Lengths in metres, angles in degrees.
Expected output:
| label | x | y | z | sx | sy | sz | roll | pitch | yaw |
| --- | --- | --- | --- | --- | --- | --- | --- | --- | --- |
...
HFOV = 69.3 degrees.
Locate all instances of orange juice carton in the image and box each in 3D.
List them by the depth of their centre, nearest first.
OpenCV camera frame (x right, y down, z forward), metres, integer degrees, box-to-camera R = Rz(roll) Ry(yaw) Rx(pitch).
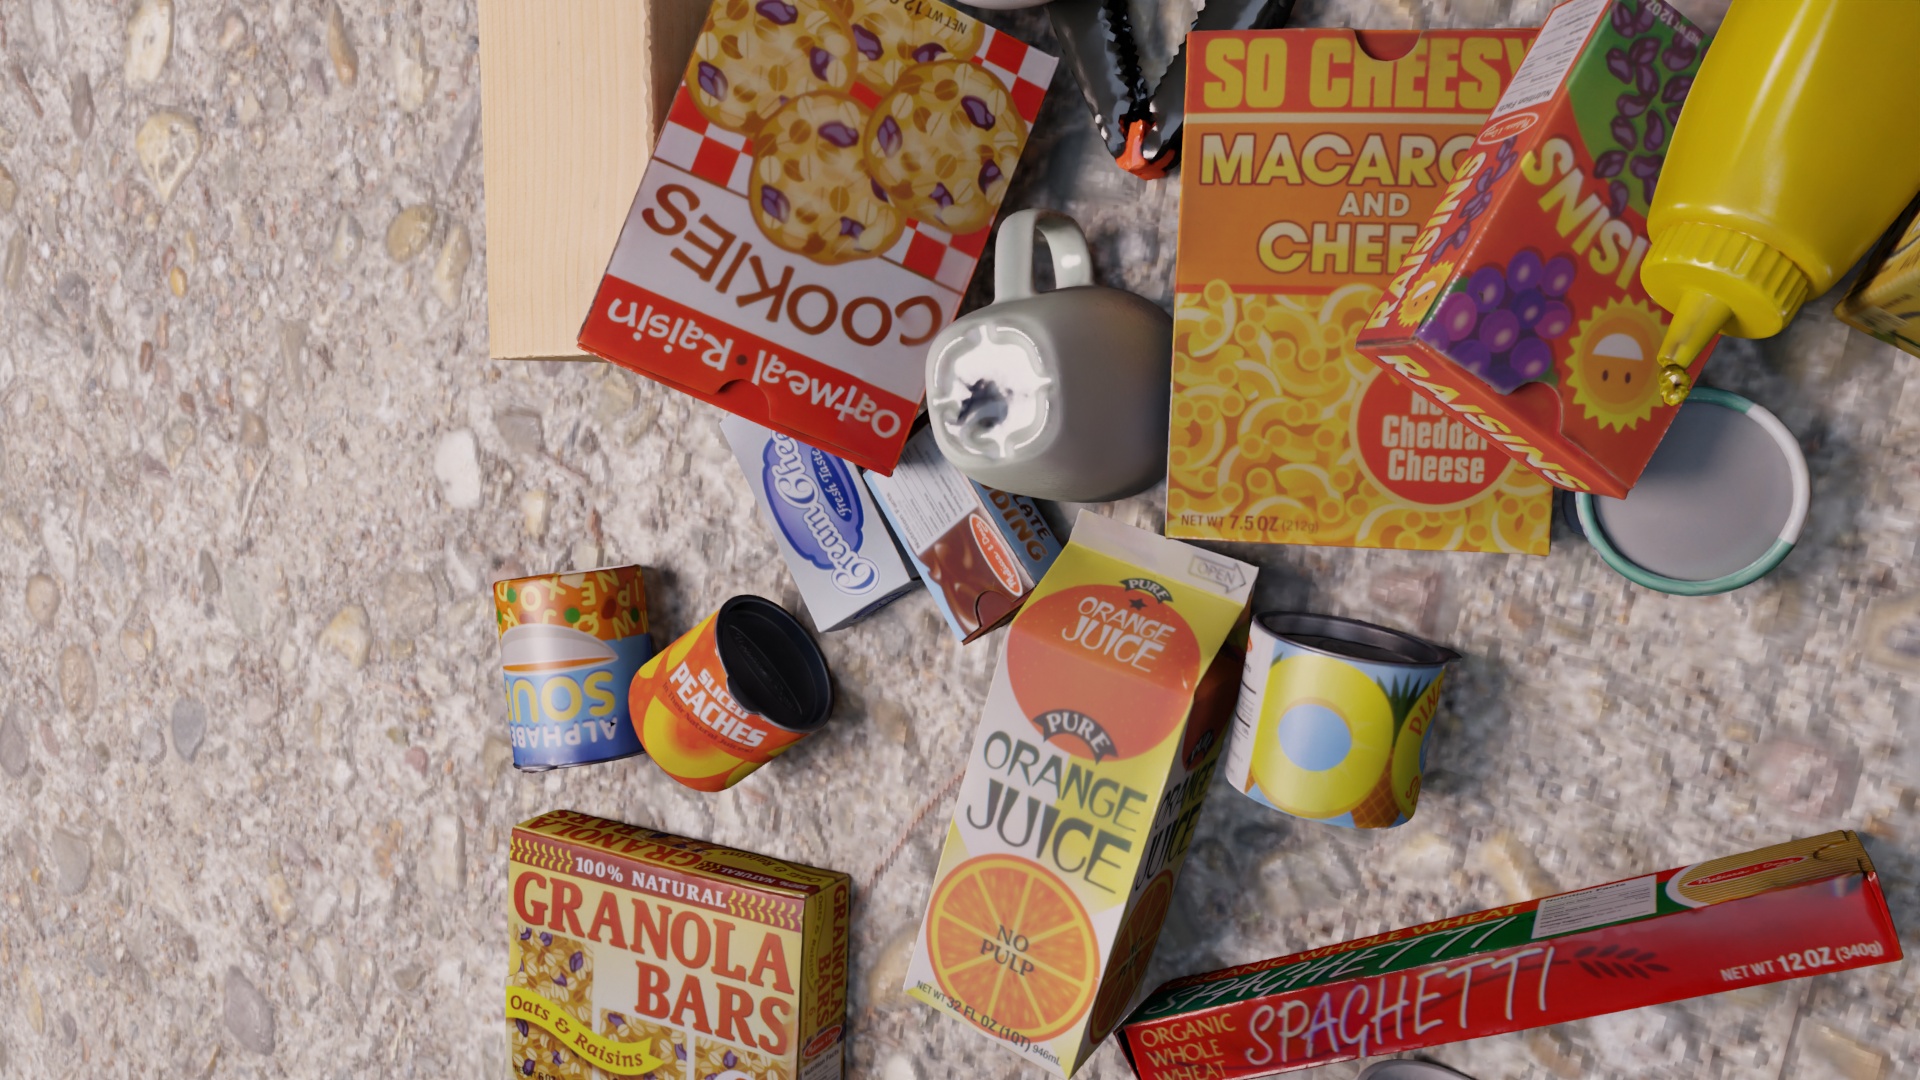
| label | x | y | z | sx | sy | sz | roll | pitch | yaw |
| --- | --- | --- | --- | --- | --- | --- | --- | --- | --- |
| orange juice carton | 0.048 | 0.089 | 0.515 | 0.072 | 0.073 | 0.192 | 21 | 103 | 24 |

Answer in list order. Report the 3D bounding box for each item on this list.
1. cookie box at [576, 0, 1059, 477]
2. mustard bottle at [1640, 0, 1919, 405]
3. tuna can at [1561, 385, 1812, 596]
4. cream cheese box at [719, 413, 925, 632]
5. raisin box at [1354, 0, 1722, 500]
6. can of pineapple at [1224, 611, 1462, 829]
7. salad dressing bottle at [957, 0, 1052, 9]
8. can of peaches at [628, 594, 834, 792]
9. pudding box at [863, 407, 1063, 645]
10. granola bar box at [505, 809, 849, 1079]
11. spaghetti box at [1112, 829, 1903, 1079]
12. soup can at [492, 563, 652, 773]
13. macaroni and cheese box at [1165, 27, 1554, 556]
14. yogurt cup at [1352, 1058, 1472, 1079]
| label | x | y | z | sx | sy | sz | roll | pitch | yaw |
| --- | --- | --- | --- | --- | --- | --- | --- | --- | --- |
| cookie box | -0.053 | -0.124 | 0.513 | 0.123 | 0.040 | 0.167 | 22 | 90 | -13 |
| mustard bottle | 0.223 | -0.106 | 0.371 | 0.065 | 0.049 | 0.160 | 32 | 87 | -10 |
| tuna can | 0.228 | -0.016 | 0.440 | 0.071 | 0.033 | 0.071 | 2 | 95 | 26 |
| cream cheese box | -0.057 | -0.018 | 0.586 | 0.053 | 0.024 | 0.104 | -32 | 80 | 26 |
| raisin box | 0.187 | -0.087 | 0.411 | 0.086 | 0.040 | 0.123 | 32 | 89 | -14 |
| can of pineapple | 0.130 | 0.060 | 0.477 | 0.071 | 0.071 | 0.057 | 13 | 101 | 25 |
| salad dressing bottle | -0.011 | -0.243 | 0.515 | 0.148 | 0.044 | 0.064 | 43 | 135 | 38 |
| can of peaches | -0.098 | 0.066 | 0.587 | 0.058 | 0.071 | 0.071 | -35 | 79 | 26 |
| pudding box | 0.002 | -0.007 | 0.549 | 0.049 | 0.030 | 0.084 | -40 | 76 | 39 |
| granola bar box | -0.133 | 0.200 | 0.632 | 0.165 | 0.039 | 0.124 | 6 | 96 | 26 |
| spaghetti box | 0.173 | 0.147 | 0.471 | 0.249 | 0.050 | 0.028 | -22 | 83 | 26 |
| soup can | -0.173 | 0.056 | 0.623 | 0.071 | 0.071 | 0.083 | -6 | 91 | 27 |
| macaroni and cheese box | 0.133 | -0.081 | 0.459 | 0.124 | 0.040 | 0.166 | 2 | 96 | 8 |
| yogurt cup | 0.159 | 0.222 | 0.477 | 0.072 | 0.072 | 0.053 | 23 | 112 | 23 |
